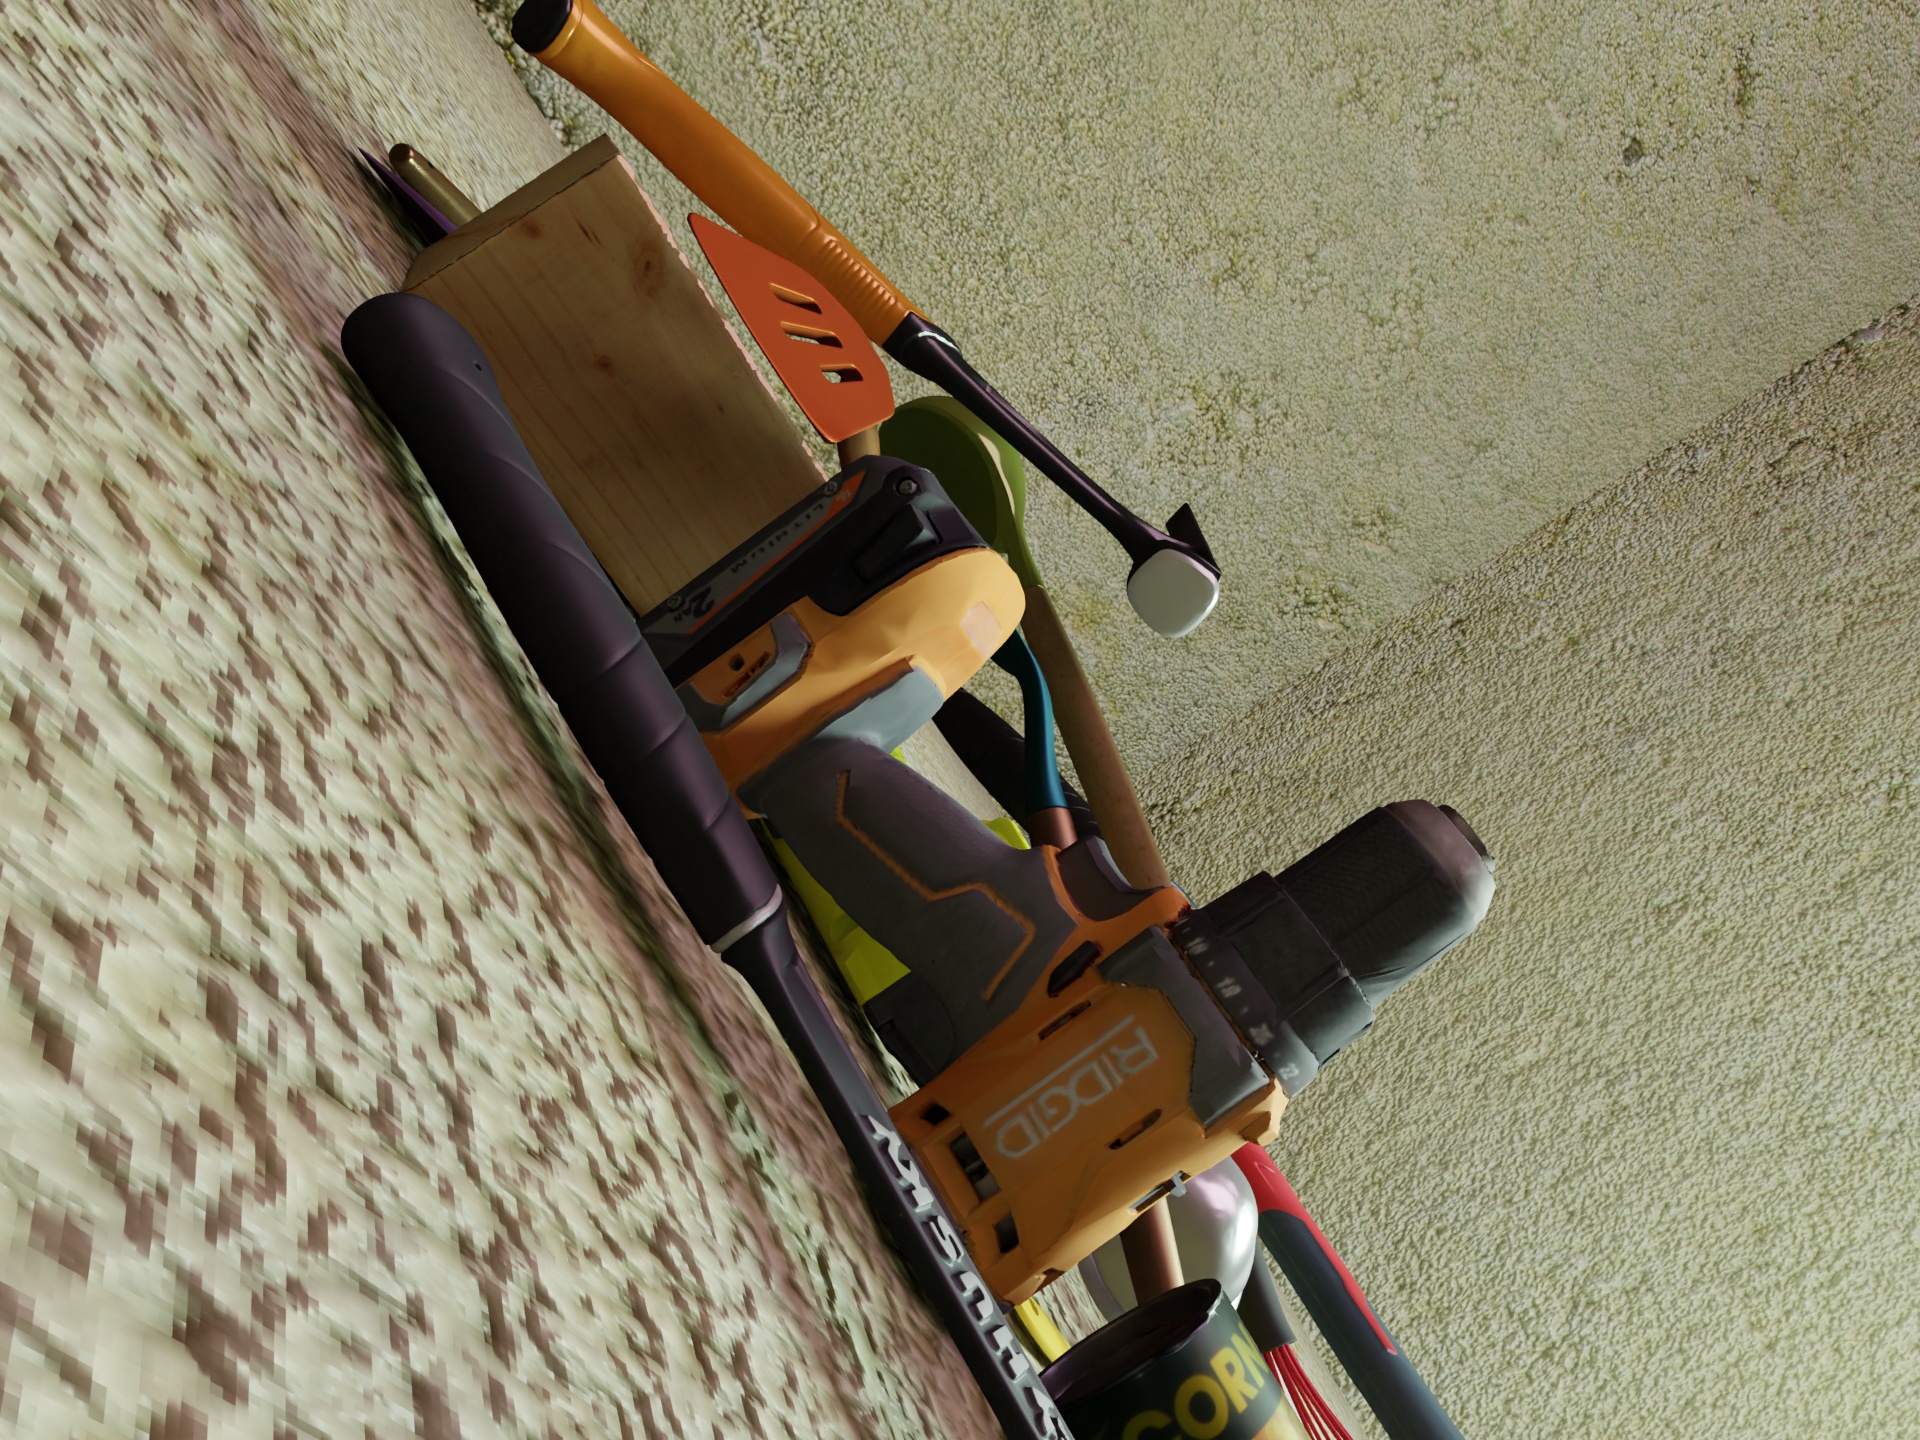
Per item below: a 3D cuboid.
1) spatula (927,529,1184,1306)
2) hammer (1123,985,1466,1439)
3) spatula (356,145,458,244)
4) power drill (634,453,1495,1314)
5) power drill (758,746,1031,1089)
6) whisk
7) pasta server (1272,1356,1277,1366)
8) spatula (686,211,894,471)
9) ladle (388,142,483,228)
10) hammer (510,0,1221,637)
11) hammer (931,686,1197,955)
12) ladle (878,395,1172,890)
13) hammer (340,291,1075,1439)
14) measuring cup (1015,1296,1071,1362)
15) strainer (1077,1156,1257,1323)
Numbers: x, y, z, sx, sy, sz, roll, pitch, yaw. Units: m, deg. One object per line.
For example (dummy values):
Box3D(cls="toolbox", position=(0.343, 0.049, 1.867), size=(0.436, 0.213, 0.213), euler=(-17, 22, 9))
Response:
Box3D(cls="spatula", position=(0.025, 0.059, 0.536), size=(0.082, 0.044, 0.318), euler=(75, 2, -67))
Box3D(cls="hammer", position=(0.144, 0.235, 0.728), size=(0.143, 0.038, 0.387), euler=(33, 13, -33))
Box3D(cls="spatula", position=(-0.193, -0.176, 0.754), size=(0.060, 0.018, 0.315), euler=(43, -2, 12))
Box3D(cls="power drill", position=(0.020, 0.026, 0.461), size=(0.226, 0.185, 0.084), euler=(55, 2, 27))
Box3D(cls="power drill", position=(0.002, 0.093, 0.635), size=(0.171, 0.080, 0.223), euler=(59, 5, 21))
Box3D(cls="whisk", position=(0.128, 0.267, 0.622), size=(0.073, 0.073, 0.296), euler=(56, 12, -64))
Box3D(cls="pasta server", position=(0.141, 0.338, 0.919), size=(0.315, 0.040, 0.060), euler=(55, 14, -53))
Box3D(cls="spatula", position=(-0.049, -0.111, 0.616), size=(0.081, 0.041, 0.322), euler=(58, -4, 3))
Box3D(cls="ladle", position=(-0.213, -0.214, 0.828), size=(0.069, 0.031, 0.315), euler=(61, 3, 14))
Box3D(cls="hammer", position=(-0.031, -0.162, 0.622), size=(0.336, 0.034, 0.127), euler=(40, 16, -9))
Box3D(cls="hammer", position=(-0.001, -0.002, 0.691), size=(0.128, 0.033, 0.331), euler=(42, 3, -40))
Box3D(cls="ladle", position=(0.023, -0.030, 0.631), size=(0.321, 0.062, 0.078), euler=(-108, -169, -47))
Box3D(cls="hammer", position=(-0.043, 0.060, 0.356), size=(0.409, 0.036, 0.149), euler=(57, 8, 17))
Box3D(cls="measuring cup", position=(0.054, 0.218, 0.538), size=(0.156, 0.029, 0.062), euler=(59, 0, -43))
Box3D(cls="strainer", position=(0.093, 0.233, 0.531), size=(0.087, 0.050, 0.258), euler=(-11, 82, -45))
